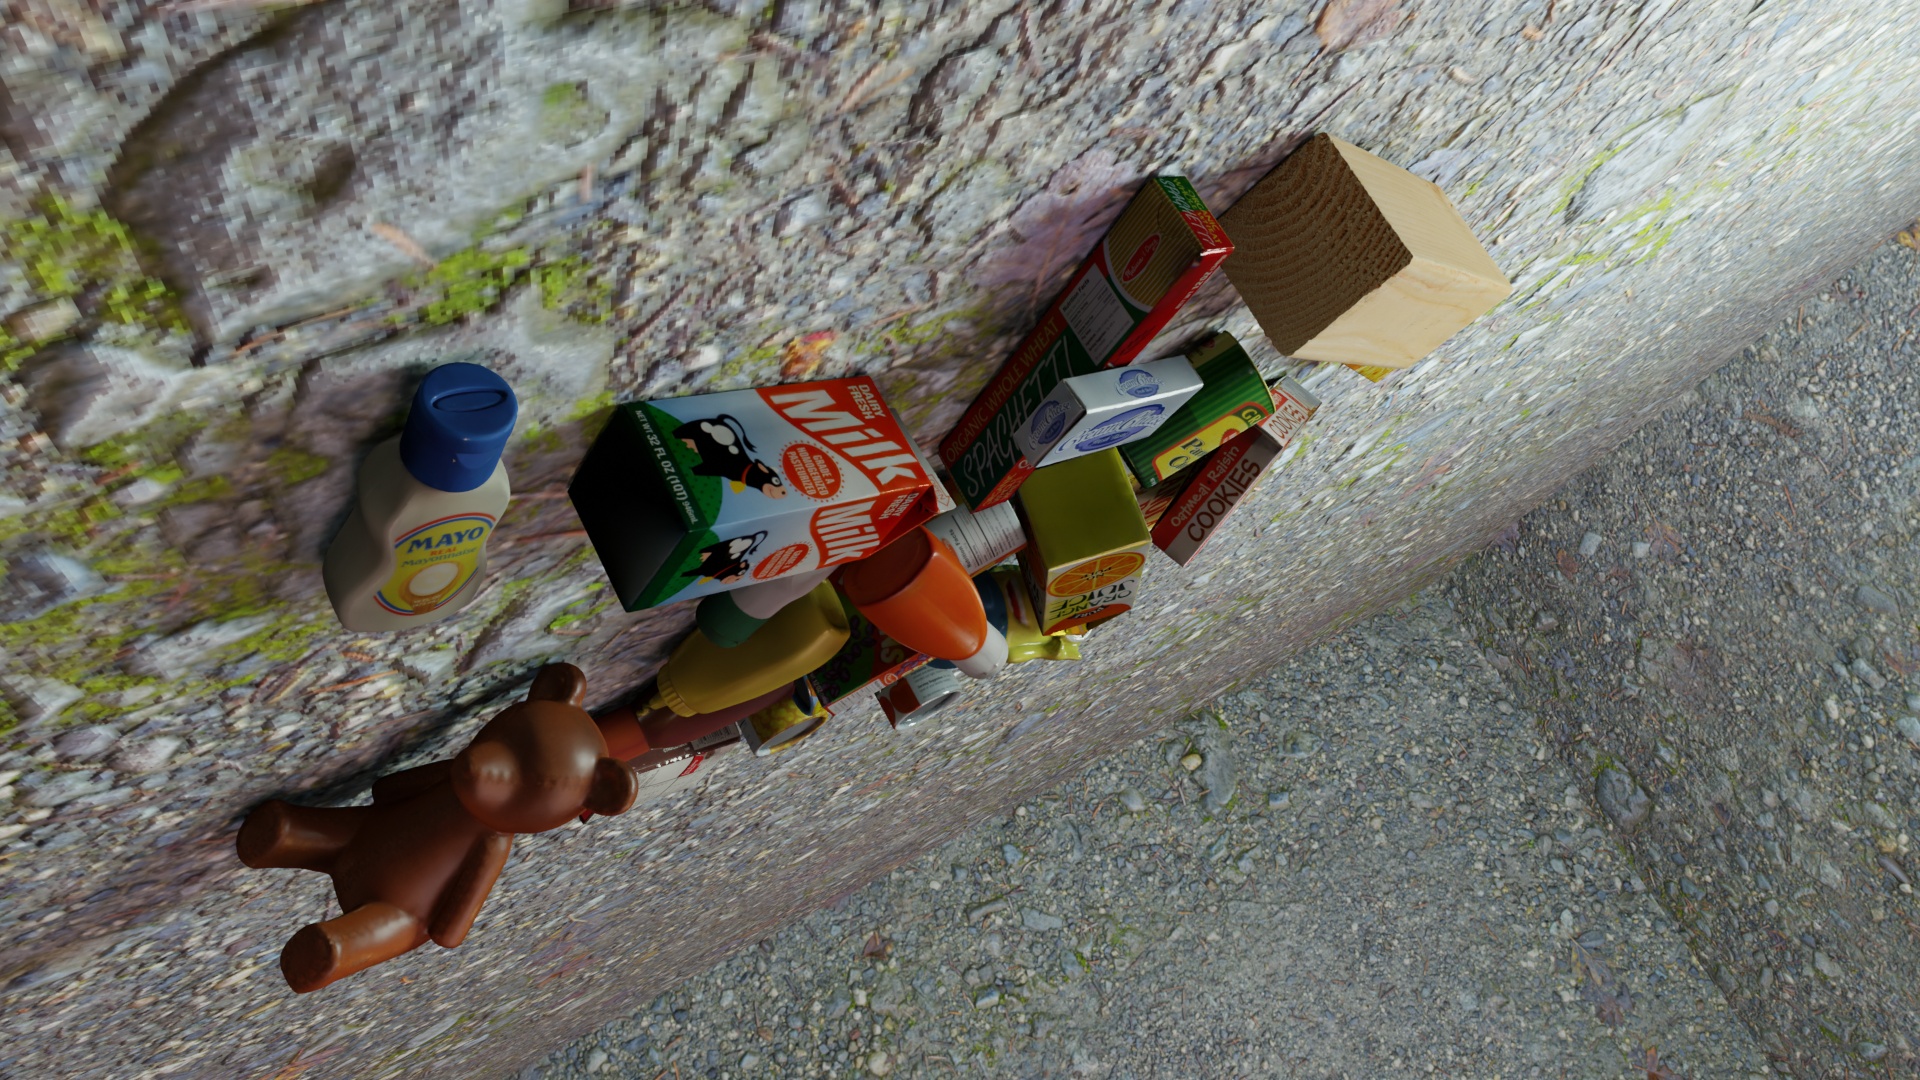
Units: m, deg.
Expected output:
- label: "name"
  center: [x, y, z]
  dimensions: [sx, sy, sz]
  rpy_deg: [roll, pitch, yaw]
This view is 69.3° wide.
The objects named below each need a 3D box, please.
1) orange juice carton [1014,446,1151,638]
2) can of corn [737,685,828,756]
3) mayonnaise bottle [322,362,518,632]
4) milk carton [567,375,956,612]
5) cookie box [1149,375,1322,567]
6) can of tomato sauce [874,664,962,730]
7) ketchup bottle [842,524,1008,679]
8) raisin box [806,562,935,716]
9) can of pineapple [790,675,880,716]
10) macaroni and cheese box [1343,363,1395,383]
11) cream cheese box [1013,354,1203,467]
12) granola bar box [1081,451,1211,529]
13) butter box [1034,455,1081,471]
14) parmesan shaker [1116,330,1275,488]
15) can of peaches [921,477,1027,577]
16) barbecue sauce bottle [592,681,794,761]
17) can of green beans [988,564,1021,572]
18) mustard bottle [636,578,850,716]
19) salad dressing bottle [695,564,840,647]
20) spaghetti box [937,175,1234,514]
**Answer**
- label: "orange juice carton"
  center: [0.082, 0.011, 0.984]
  dimensions: [0.073, 0.072, 0.192]
  rpy_deg: [-17, 160, -4]
- label: "can of corn"
  center: [-0.142, 0.126, 1.081]
  dimensions: [0.071, 0.058, 0.071]
  rpy_deg: [-28, 164, -9]
- label: "mayonnaise bottle"
  center: [-0.215, -0.014, 0.563]
  dimensions: [0.065, 0.041, 0.147]
  rpy_deg: [-15, 158, -39]
- label: "milk carton"
  center: [-0.086, -0.029, 0.691]
  dimensions: [0.191, 0.072, 0.073]
  rpy_deg: [-14, 157, -45]
- label: "cookie box"
  center: [0.215, -0.057, 1.079]
  dimensions: [0.122, 0.040, 0.168]
  rpy_deg: [-55, 170, 27]
- label: "can of tomato sauce"
  center: [-0.047, 0.105, 1.143]
  dimensions: [0.071, 0.083, 0.071]
  rpy_deg: [-28, 163, -9]
- label: "ketchup bottle"
  center: [-0.014, 0.046, 0.877]
  dimensions: [0.064, 0.044, 0.148]
  rpy_deg: [-36, 143, 5]
- label: "raisin box"
  center: [-0.057, 0.054, 0.967]
  dimensions: [0.123, 0.086, 0.040]
  rpy_deg: [-30, 162, -3]
- label: "can of pineapple"
  center: [-0.099, 0.092, 1.034]
  dimensions: [0.058, 0.071, 0.070]
  rpy_deg: [-23, 162, -23]
- label: "macaroni and cheese box"
  center: [0.337, -0.179, 1.047]
  dimensions: [0.123, 0.040, 0.167]
  rpy_deg: [-38, 162, 22]
- label: "cream cheese box"
  center: [0.082, -0.071, 0.762]
  dimensions: [0.104, 0.024, 0.053]
  rpy_deg: [-17, 159, -42]
- label: "granola bar box"
  center: [0.124, -0.039, 1.092]
  dimensions: [0.124, 0.039, 0.165]
  rpy_deg: [-25, 163, -16]
- label: "butter box"
  center: [0.053, -0.057, 0.938]
  dimensions: [0.053, 0.024, 0.103]
  rpy_deg: [-31, 164, 3]
- label: "parmesan shaker"
  center: [0.153, -0.088, 0.950]
  dimensions: [0.103, 0.071, 0.071]
  rpy_deg: [-32, 164, 4]
- label: "can of peaches"
  center: [0.003, -0.012, 0.919]
  dimensions: [0.058, 0.071, 0.071]
  rpy_deg: [-30, 164, -4]
- label: "barbecue sauce bottle"
  center: [-0.193, 0.116, 0.986]
  dimensions: [0.149, 0.044, 0.064]
  rpy_deg: [-25, 145, -17]
- label: "can of green beans"
  center: [0.047, 0.057, 1.195]
  dimensions: [0.071, 0.071, 0.058]
  rpy_deg: [-32, 163, 6]
- label: "mustard bottle"
  center: [-0.151, 0.077, 0.921]
  dimensions: [0.160, 0.065, 0.049]
  rpy_deg: [-29, 160, 16]
- label: "salad dressing bottle"
  center: [-0.105, 0.014, 0.840]
  dimensions: [0.147, 0.044, 0.064]
  rpy_deg: [-40, 169, 32]
- label: "spaghetti box"
  center: [0.060, -0.100, 0.776]
  dimensions: [0.029, 0.050, 0.248]
  rpy_deg: [-16, 159, -38]
